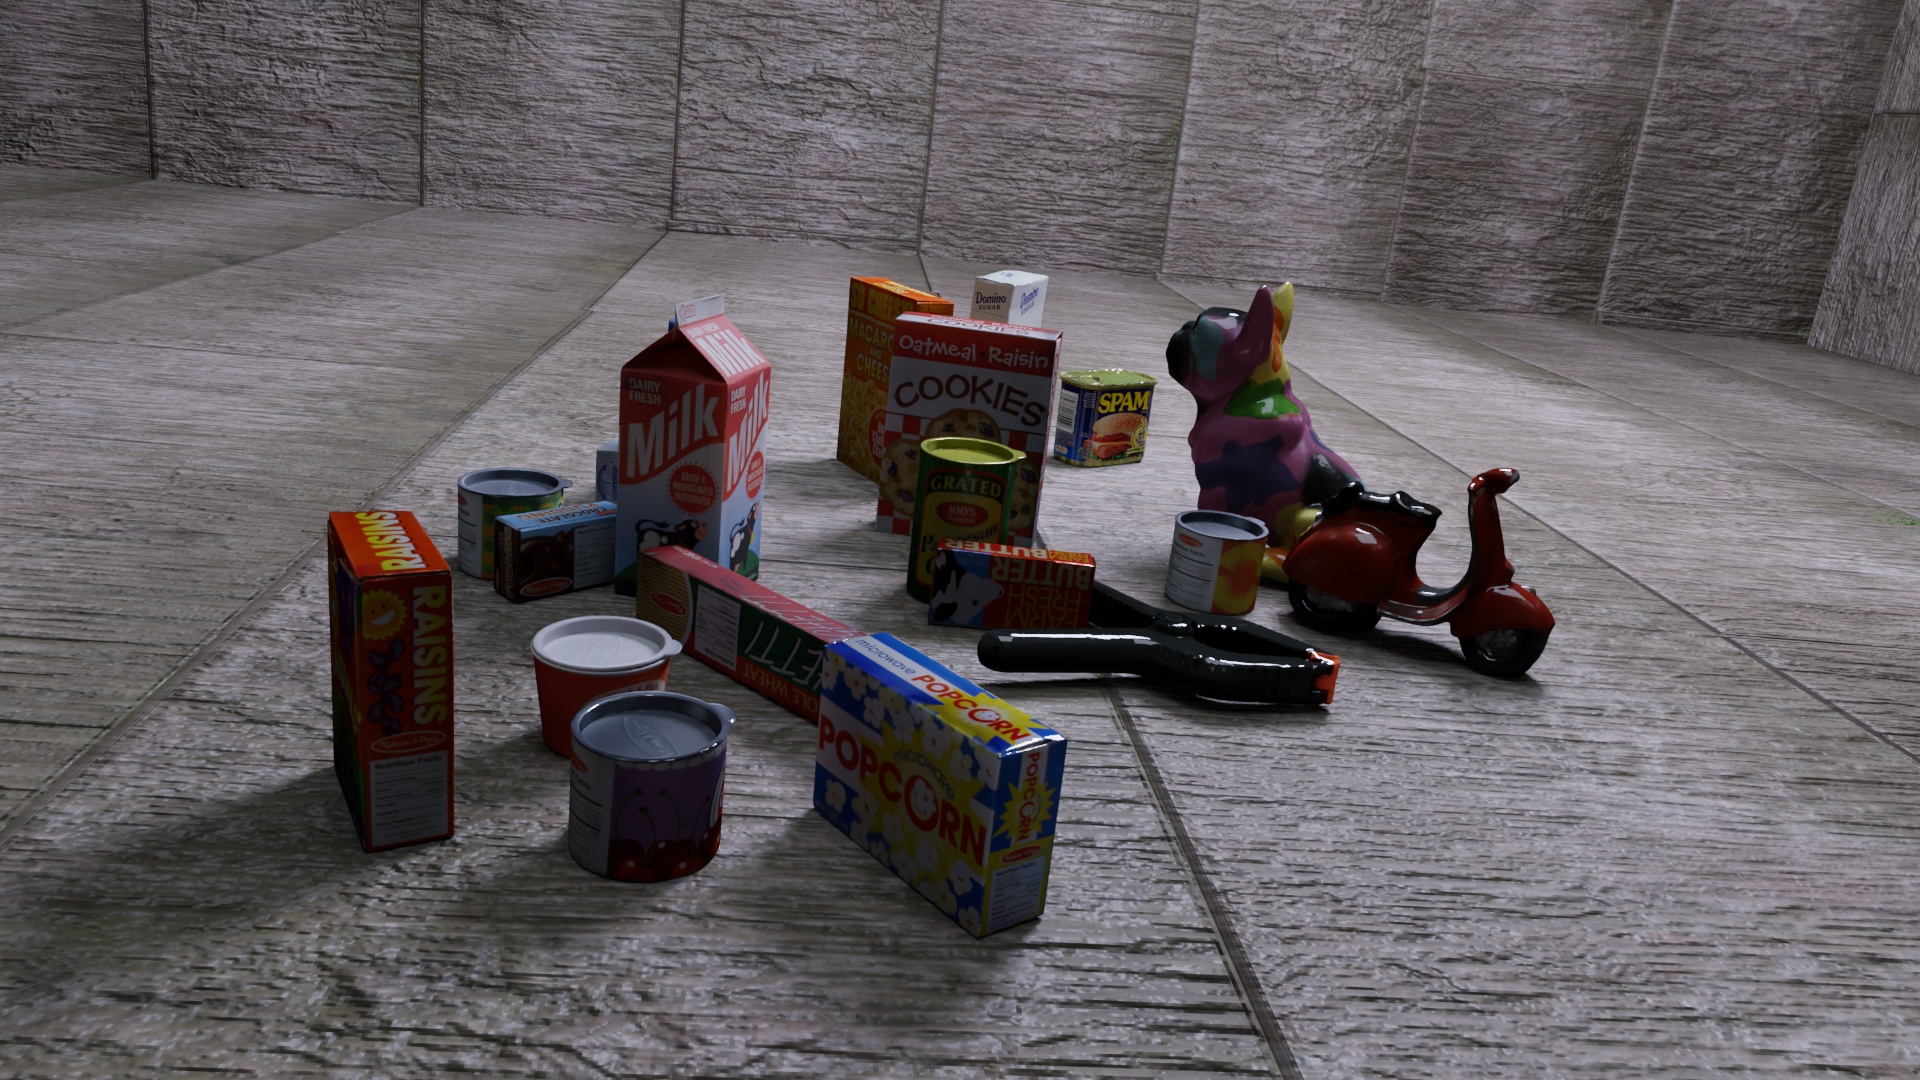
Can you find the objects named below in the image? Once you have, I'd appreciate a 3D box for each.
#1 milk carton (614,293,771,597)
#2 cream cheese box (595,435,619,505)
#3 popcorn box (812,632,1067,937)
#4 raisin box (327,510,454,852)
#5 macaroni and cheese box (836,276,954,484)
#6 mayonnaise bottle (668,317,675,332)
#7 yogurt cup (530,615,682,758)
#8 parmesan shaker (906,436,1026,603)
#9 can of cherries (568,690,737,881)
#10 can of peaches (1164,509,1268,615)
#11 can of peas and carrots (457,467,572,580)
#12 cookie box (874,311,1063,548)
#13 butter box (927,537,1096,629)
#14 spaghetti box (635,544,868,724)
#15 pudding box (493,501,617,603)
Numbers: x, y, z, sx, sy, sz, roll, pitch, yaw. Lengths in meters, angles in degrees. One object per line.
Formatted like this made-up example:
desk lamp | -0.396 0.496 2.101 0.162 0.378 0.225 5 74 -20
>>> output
milk carton | -0.169 -0.059 0.881 0.073 0.189 0.072 10 18 12
cream cheese box | -0.251 -0.056 1.067 0.024 0.053 0.104 8 18 4
popcorn box | -0.014 0.102 0.607 0.038 0.085 0.127 -8 23 -39
raisin box | -0.248 0.057 0.600 0.040 0.123 0.086 -4 20 -31
macaroni and cheese box | -0.058 -0.135 1.198 0.040 0.165 0.124 -4 20 -31
mayonnaise bottle | -0.203 -0.091 1.038 0.065 0.147 0.041 17 20 32
yogurt cup | -0.178 0.074 0.688 0.072 0.053 0.072 6 17 -2
parmesan shaker | 0.003 -0.012 0.939 0.071 0.102 0.071 6 17 -2
can of cherries | -0.132 0.105 0.600 0.071 0.058 0.072 6 17 -2
can of peaches | 0.184 0.015 0.993 0.071 0.058 0.071 6 17 -2
can of peas and carrots | -0.291 -0.011 0.906 0.071 0.058 0.071 6 17 -2
cookie box | 0.005 -0.083 1.056 0.123 0.166 0.040 9 17 7
butter box | 0.033 0.031 0.898 0.103 0.053 0.024 6 17 -2
spaghetti box | -0.094 0.062 0.762 0.250 0.050 0.029 21 22 38
pudding box | -0.252 0.006 0.882 0.030 0.049 0.084 20 22 38
